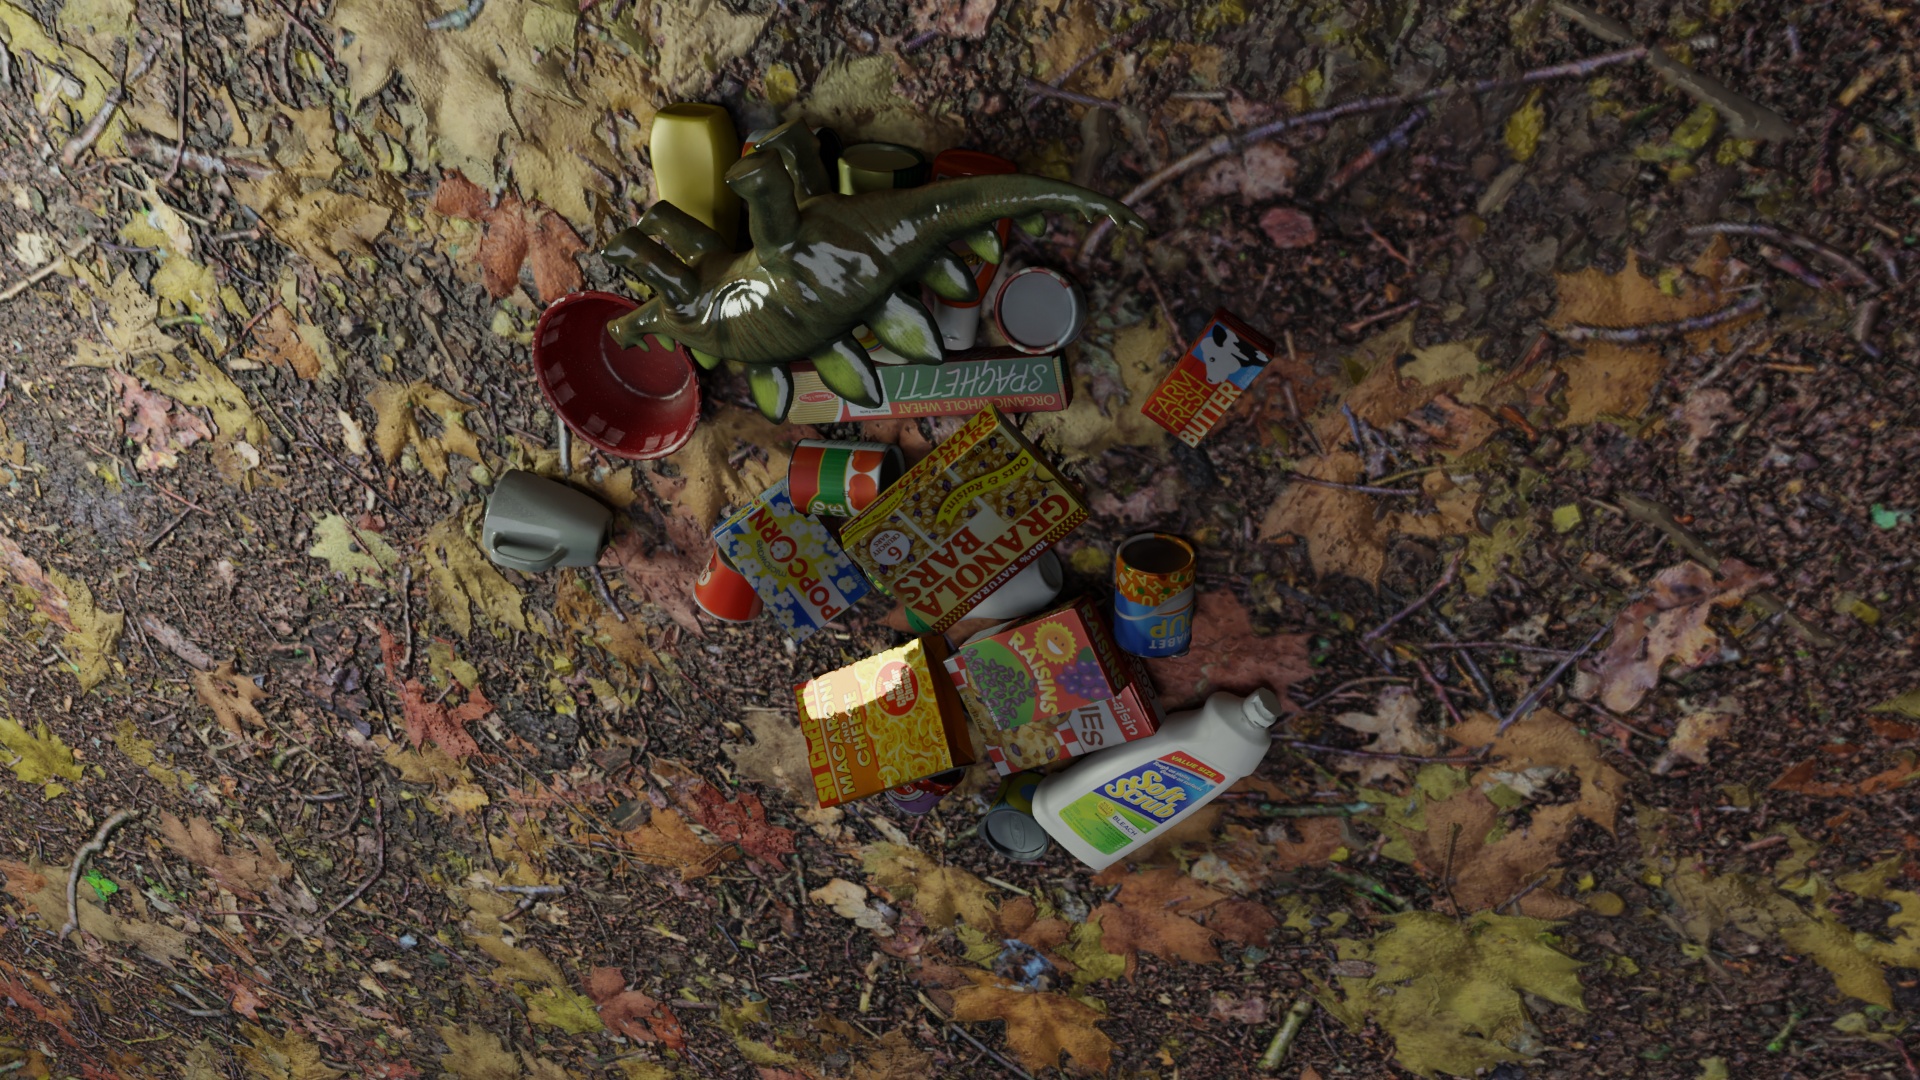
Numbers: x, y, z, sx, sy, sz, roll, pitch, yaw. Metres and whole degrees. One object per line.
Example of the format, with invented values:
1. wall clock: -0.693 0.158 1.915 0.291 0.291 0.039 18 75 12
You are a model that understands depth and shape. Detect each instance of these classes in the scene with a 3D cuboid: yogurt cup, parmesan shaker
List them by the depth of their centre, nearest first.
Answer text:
1. parmesan shaker: -0.059 -0.240 1.048 0.071 0.072 0.102 14 125 13
2. yogurt cup: -0.209 0.036 1.294 0.072 0.073 0.053 28 120 2

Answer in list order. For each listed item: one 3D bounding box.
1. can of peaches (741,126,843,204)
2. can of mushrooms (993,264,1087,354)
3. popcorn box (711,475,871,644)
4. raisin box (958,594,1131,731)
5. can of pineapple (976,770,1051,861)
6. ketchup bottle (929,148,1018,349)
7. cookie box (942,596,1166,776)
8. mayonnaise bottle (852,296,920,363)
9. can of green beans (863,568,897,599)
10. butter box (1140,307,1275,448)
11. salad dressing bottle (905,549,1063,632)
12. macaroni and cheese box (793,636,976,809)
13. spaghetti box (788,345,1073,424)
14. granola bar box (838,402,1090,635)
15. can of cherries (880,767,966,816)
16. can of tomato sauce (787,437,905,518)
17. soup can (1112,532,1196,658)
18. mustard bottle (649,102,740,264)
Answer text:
1. can of peaches: -0.125 -0.276 1.050 0.058 0.071 0.071 5 124 19
2. can of mushrooms: 0.058 -0.175 1.053 0.071 0.033 0.071 4 103 17
3. popcorn box: -0.151 0.018 1.248 0.085 0.038 0.126 -37 107 -4
4. raisin box: 0.072 0.106 1.188 0.123 0.040 0.086 -22 95 33
5. can of pineapple: 0.059 0.265 1.342 0.071 0.058 0.070 10 125 15
6. ketchup bottle: 0.003 -0.218 1.053 0.065 0.044 0.148 14 127 7
7. cookie box: 0.083 0.133 1.241 0.167 0.040 0.122 -21 100 32
8. mayonnaise bottle: -0.106 -0.183 1.120 0.148 0.041 0.064 11 125 14
9. can of green beans: -0.044 0.010 1.209 0.057 0.071 0.071 -30 107 34
10. butter box: 0.187 -0.122 1.056 0.053 0.024 0.103 34 128 -4
11. salad dressing bottle: 0.018 0.046 1.223 0.147 0.044 0.064 -20 119 32
12. macaroni and cheese box: -0.075 0.172 1.306 0.166 0.040 0.124 -23 74 32
13. spaghetti box: -0.031 -0.127 1.136 0.250 0.029 0.050 -1 121 22
14. granola bar box: 0.004 -0.014 1.131 0.165 0.039 0.124 -39 122 12
15. can of cherries: -0.038 0.224 1.346 0.071 0.072 0.058 38 127 -6
16. can of tomato sauce: -0.096 -0.051 1.188 0.083 0.071 0.070 4 123 18
17. soup can: 0.163 0.046 1.149 0.071 0.072 0.083 9 124 16
18. mustard bottle: -0.206 -0.264 1.103 0.065 0.049 0.159 12 126 15
